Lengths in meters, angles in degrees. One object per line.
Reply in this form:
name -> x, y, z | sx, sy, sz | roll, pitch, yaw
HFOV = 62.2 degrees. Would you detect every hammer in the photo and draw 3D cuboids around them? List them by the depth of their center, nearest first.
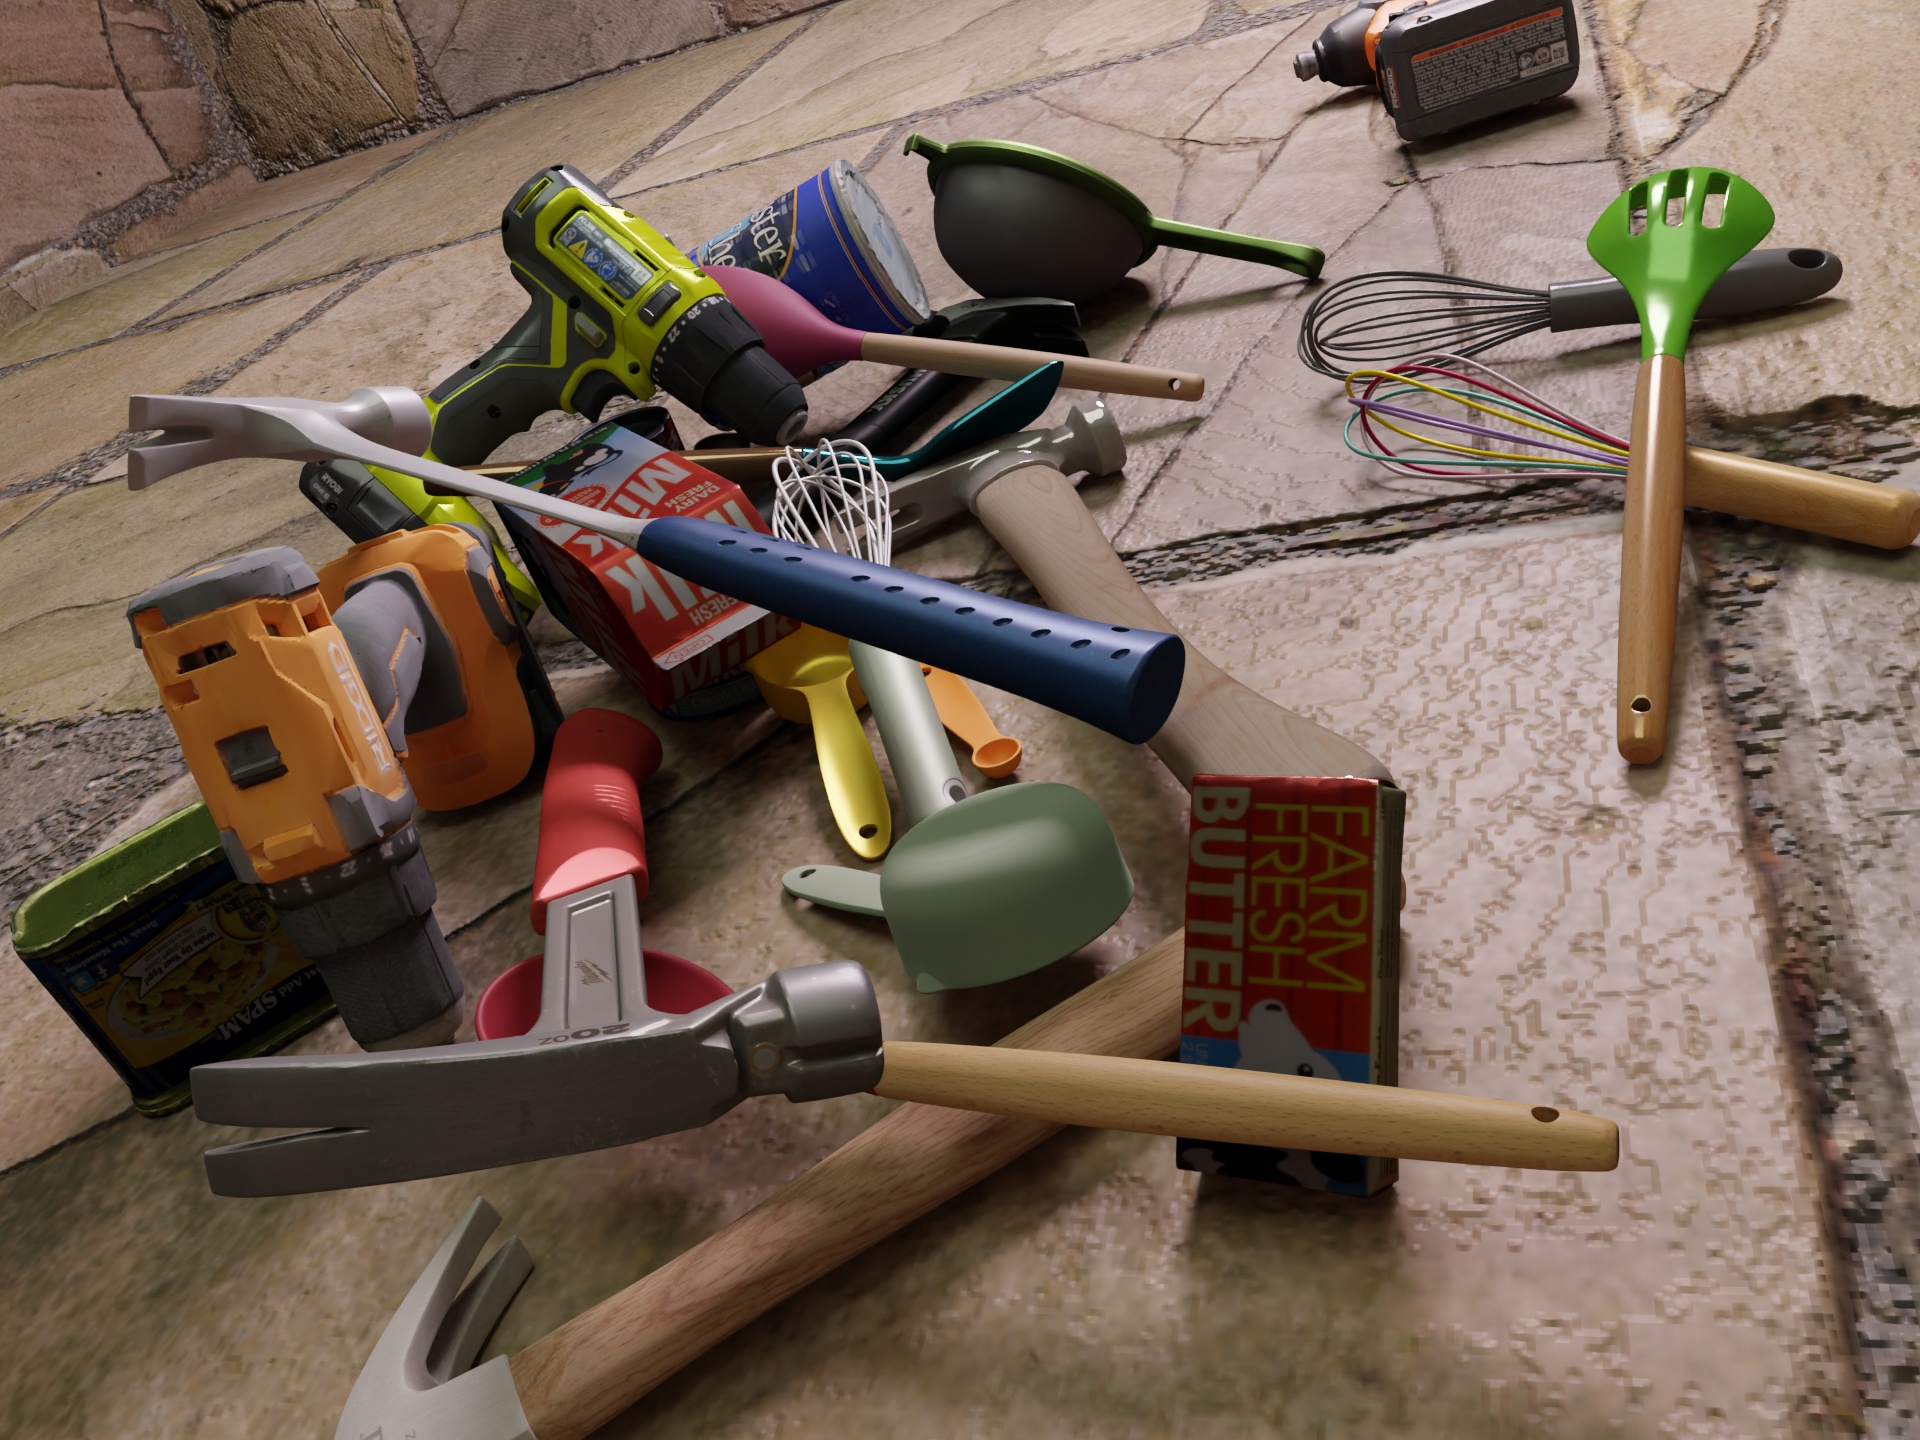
hammer -> -0.015, 0.121, 0.440 | 0.331, 0.031, 0.130 | -30, 33, -15
hammer -> -0.129, 0.048, 0.516 | 0.149, 0.036, 0.359 | -6, 13, -12
hammer -> -0.118, -0.065, 0.560 | 0.406, 0.035, 0.144 | 18, 19, 25
hammer -> 0.047, -0.039, 0.617 | 0.146, 0.038, 0.411 | -23, 27, -1
hammer -> -0.058, -0.149, 0.880 | 0.146, 0.035, 0.335 | 6, 40, 38

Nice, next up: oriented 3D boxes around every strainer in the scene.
strainer -> 0.088, -0.275, 0.960 | 0.256, 0.151, 0.069 | 18, 86, 24

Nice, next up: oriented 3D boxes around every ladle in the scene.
ladle -> 0.003, 0.092, 0.418 | 0.315, 0.031, 0.069 | 0, 26, 26

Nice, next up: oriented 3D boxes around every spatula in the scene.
spatula -> -0.106, -0.137, 0.794 | 0.317, 0.044, 0.082 | -4, -8, -6

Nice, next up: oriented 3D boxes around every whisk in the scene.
whisk -> 0.247, -0.106, 0.625 | 0.051, 0.047, 0.245 | -34, 37, -23
whisk -> -0.036, -0.036, 0.643 | 0.059, 0.057, 0.247 | -38, 44, 17
whisk -> 0.277, -0.194, 0.743 | 0.239, 0.055, 0.055 | -3, 35, 20

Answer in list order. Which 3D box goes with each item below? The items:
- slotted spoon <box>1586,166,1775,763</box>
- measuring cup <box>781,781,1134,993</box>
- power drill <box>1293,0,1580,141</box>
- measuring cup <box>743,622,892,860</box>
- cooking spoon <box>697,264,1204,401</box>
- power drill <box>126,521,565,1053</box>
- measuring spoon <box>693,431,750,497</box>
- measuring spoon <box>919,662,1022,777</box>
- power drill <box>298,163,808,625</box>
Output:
slotted spoon -> 0.257, -0.112, 0.580 | 0.070, 0.031, 0.314 | 0, 51, 27
measuring cup -> -0.017, 0.046, 0.524 | 0.083, 0.038, 0.168 | -32, 20, -34
power drill -> 0.324, -0.469, 1.107 | 0.164, 0.084, 0.227 | -15, 28, 12
measuring cup -> -0.048, 0.009, 0.649 | 0.062, 0.029, 0.157 | -18, 43, -3
cooking spoon -> -0.027, -0.198, 0.854 | 0.319, 0.068, 0.017 | 11, 8, 15
power drill -> -0.223, 0.016, 0.629 | 0.084, 0.185, 0.226 | -19, 12, 3
measuring spoon -> -0.135, -0.133, 0.925 | 0.034, 0.018, 0.124 | -10, 38, -5
measuring spoon -> -0.001, -0.002, 0.645 | 0.021, 0.011, 0.117 | -26, 28, -9
power drill -> -0.212, -0.156, 0.843 | 0.228, 0.190, 0.080 | -48, -7, -3
